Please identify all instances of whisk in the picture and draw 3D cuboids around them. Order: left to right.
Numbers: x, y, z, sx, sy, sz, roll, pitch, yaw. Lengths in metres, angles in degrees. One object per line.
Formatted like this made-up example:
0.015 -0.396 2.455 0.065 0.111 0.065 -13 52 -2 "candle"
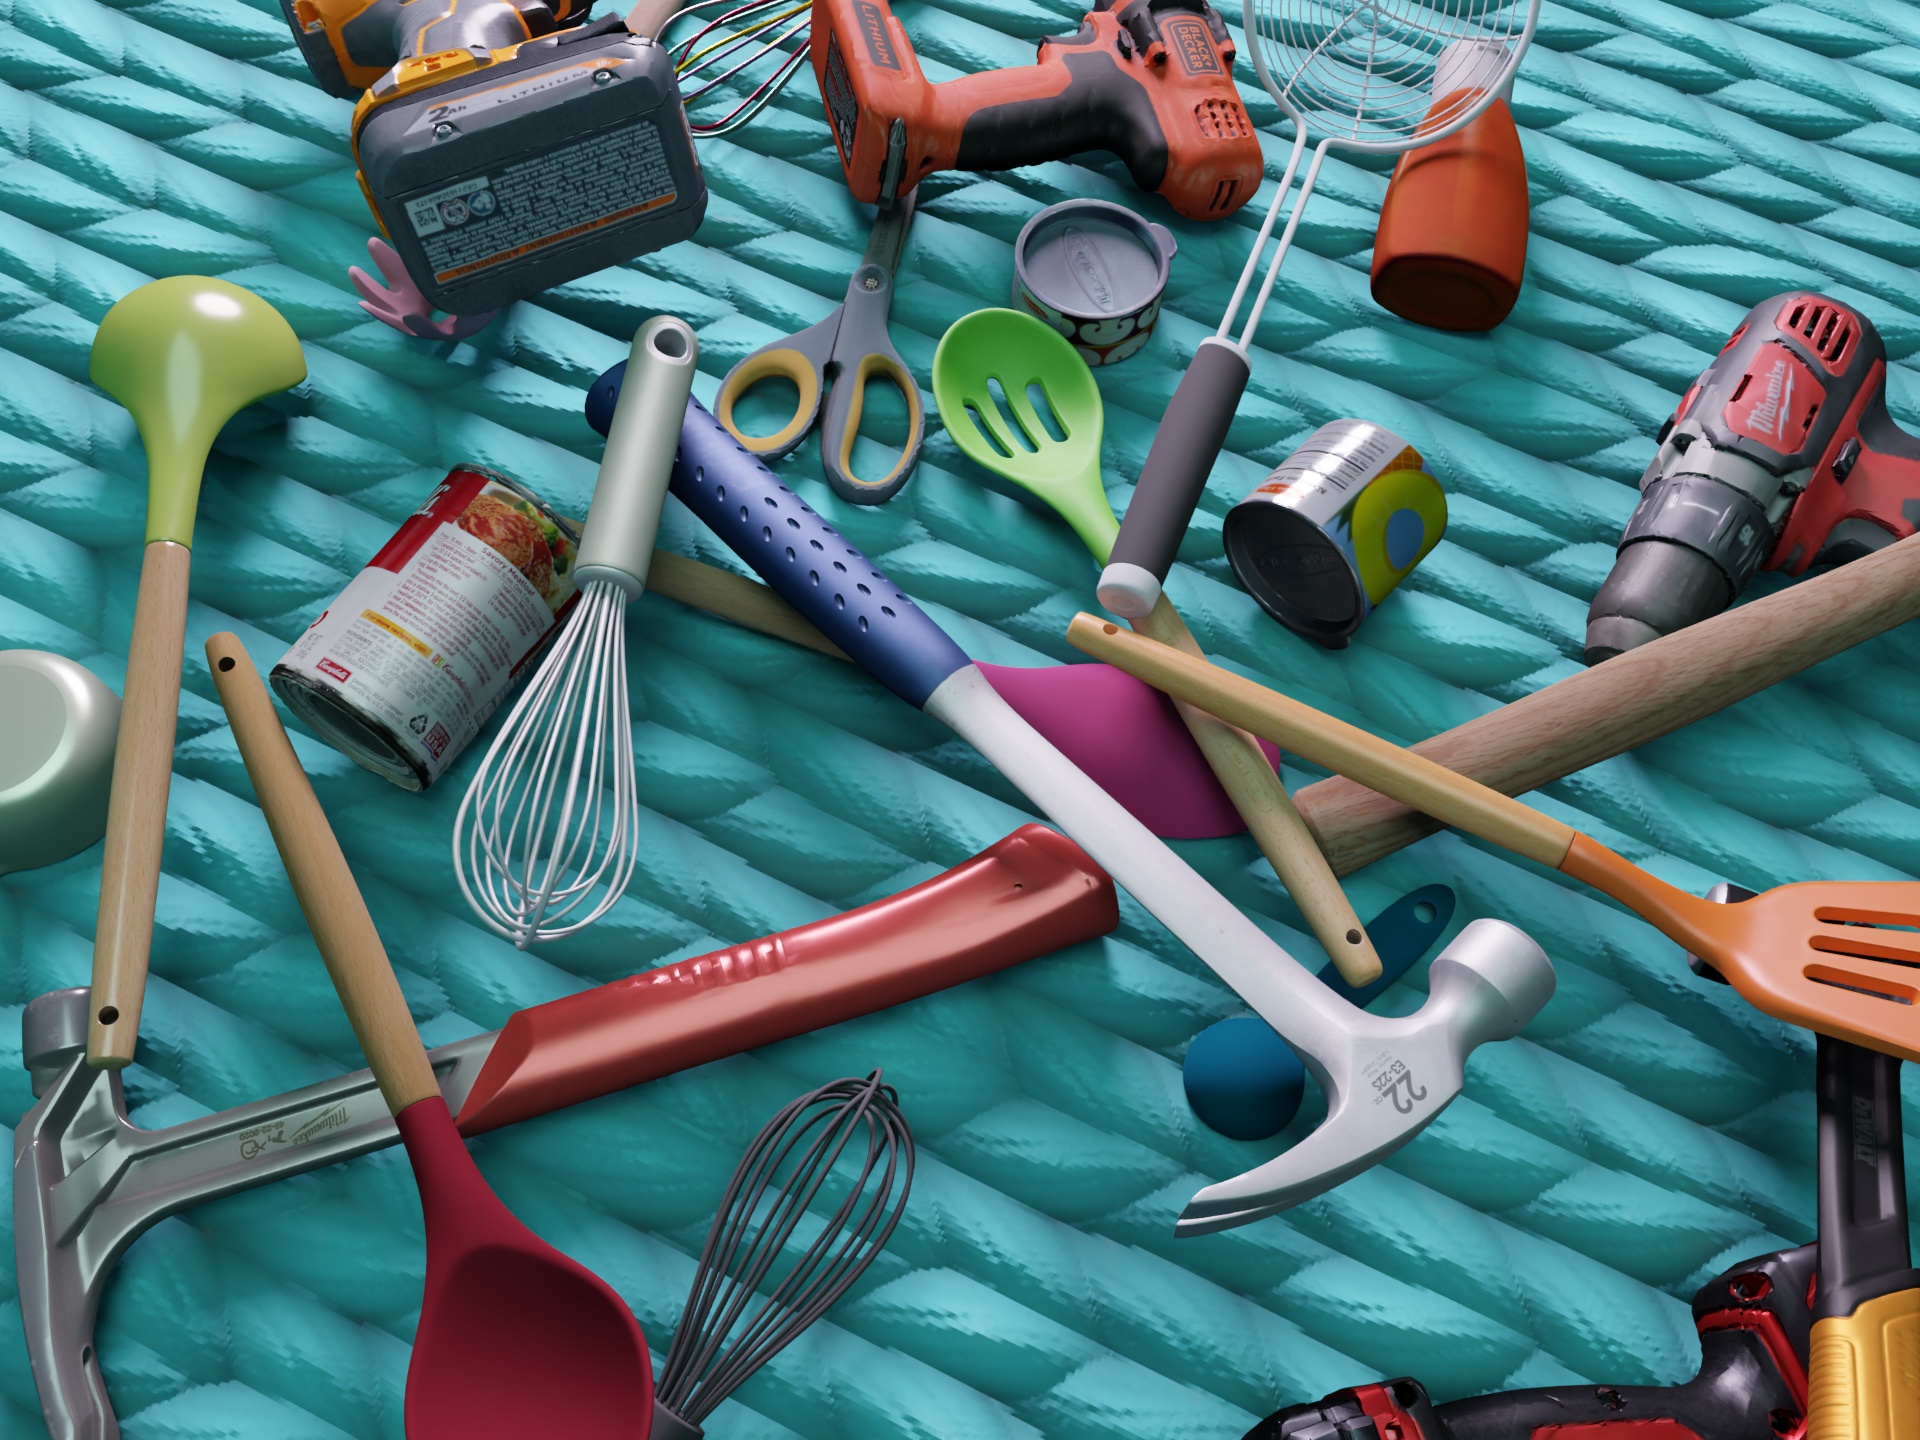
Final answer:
-0.123 -0.039 0.549 0.057 0.059 0.246 17 63 -20 "whisk"
-0.088 0.207 0.476 0.055 0.055 0.239 31 70 11 "whisk"
-0.059 -0.341 0.750 0.051 0.047 0.245 40 64 16 "whisk"

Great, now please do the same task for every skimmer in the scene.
0.135 -0.202 0.628 0.127 0.090 0.363 28 65 -8 "skimmer"

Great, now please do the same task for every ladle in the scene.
-0.283 -0.031 0.568 0.078 0.062 0.320 -1 63 -14 "ladle"
-0.179 0.097 0.491 0.069 0.031 0.316 -25 68 -16 "ladle"

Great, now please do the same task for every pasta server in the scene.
-0.170 -0.281 0.715 0.060 0.040 0.316 15 62 16 "pasta server"

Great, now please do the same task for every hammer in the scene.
-0.116 0.114 0.523 0.359 0.036 0.149 -15 66 -10 "hammer"
-0.001 -0.002 0.553 0.144 0.035 0.406 -37 65 -24 "hammer"
0.278 -0.022 0.568 0.331 0.031 0.130 -24 68 3 "hammer"
0.256 0.184 0.433 0.127 0.034 0.337 19 45 14 "hammer"

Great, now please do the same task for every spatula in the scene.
0.183 0.027 0.533 0.323 0.041 0.081 25 51 14 "spatula"

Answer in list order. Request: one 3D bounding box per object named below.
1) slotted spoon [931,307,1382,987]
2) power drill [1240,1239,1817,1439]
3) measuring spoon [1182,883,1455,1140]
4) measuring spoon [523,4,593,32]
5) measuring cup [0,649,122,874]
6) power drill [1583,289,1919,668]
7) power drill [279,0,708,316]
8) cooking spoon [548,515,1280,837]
0.072 -0.037 0.604 0.070 0.031 0.314 -19 63 -17 "slotted spoon"
0.200 0.242 0.456 0.219 0.078 0.143 -9 59 -12 "power drill"
0.131 0.095 0.555 0.128 0.021 0.042 -37 72 -18 "measuring spoon"
-0.206 -0.298 0.737 0.034 0.018 0.124 21 71 6 "measuring spoon"
-0.349 0.048 0.538 0.083 0.038 0.168 20 62 6 "measuring cup"
0.370 -0.050 0.615 0.227 0.080 0.188 31 73 16 "power drill"
-0.180 -0.272 0.649 0.164 0.084 0.227 -23 52 -10 "power drill"
-0.032 -0.028 0.608 0.319 0.017 0.069 19 64 5 "cooking spoon"
